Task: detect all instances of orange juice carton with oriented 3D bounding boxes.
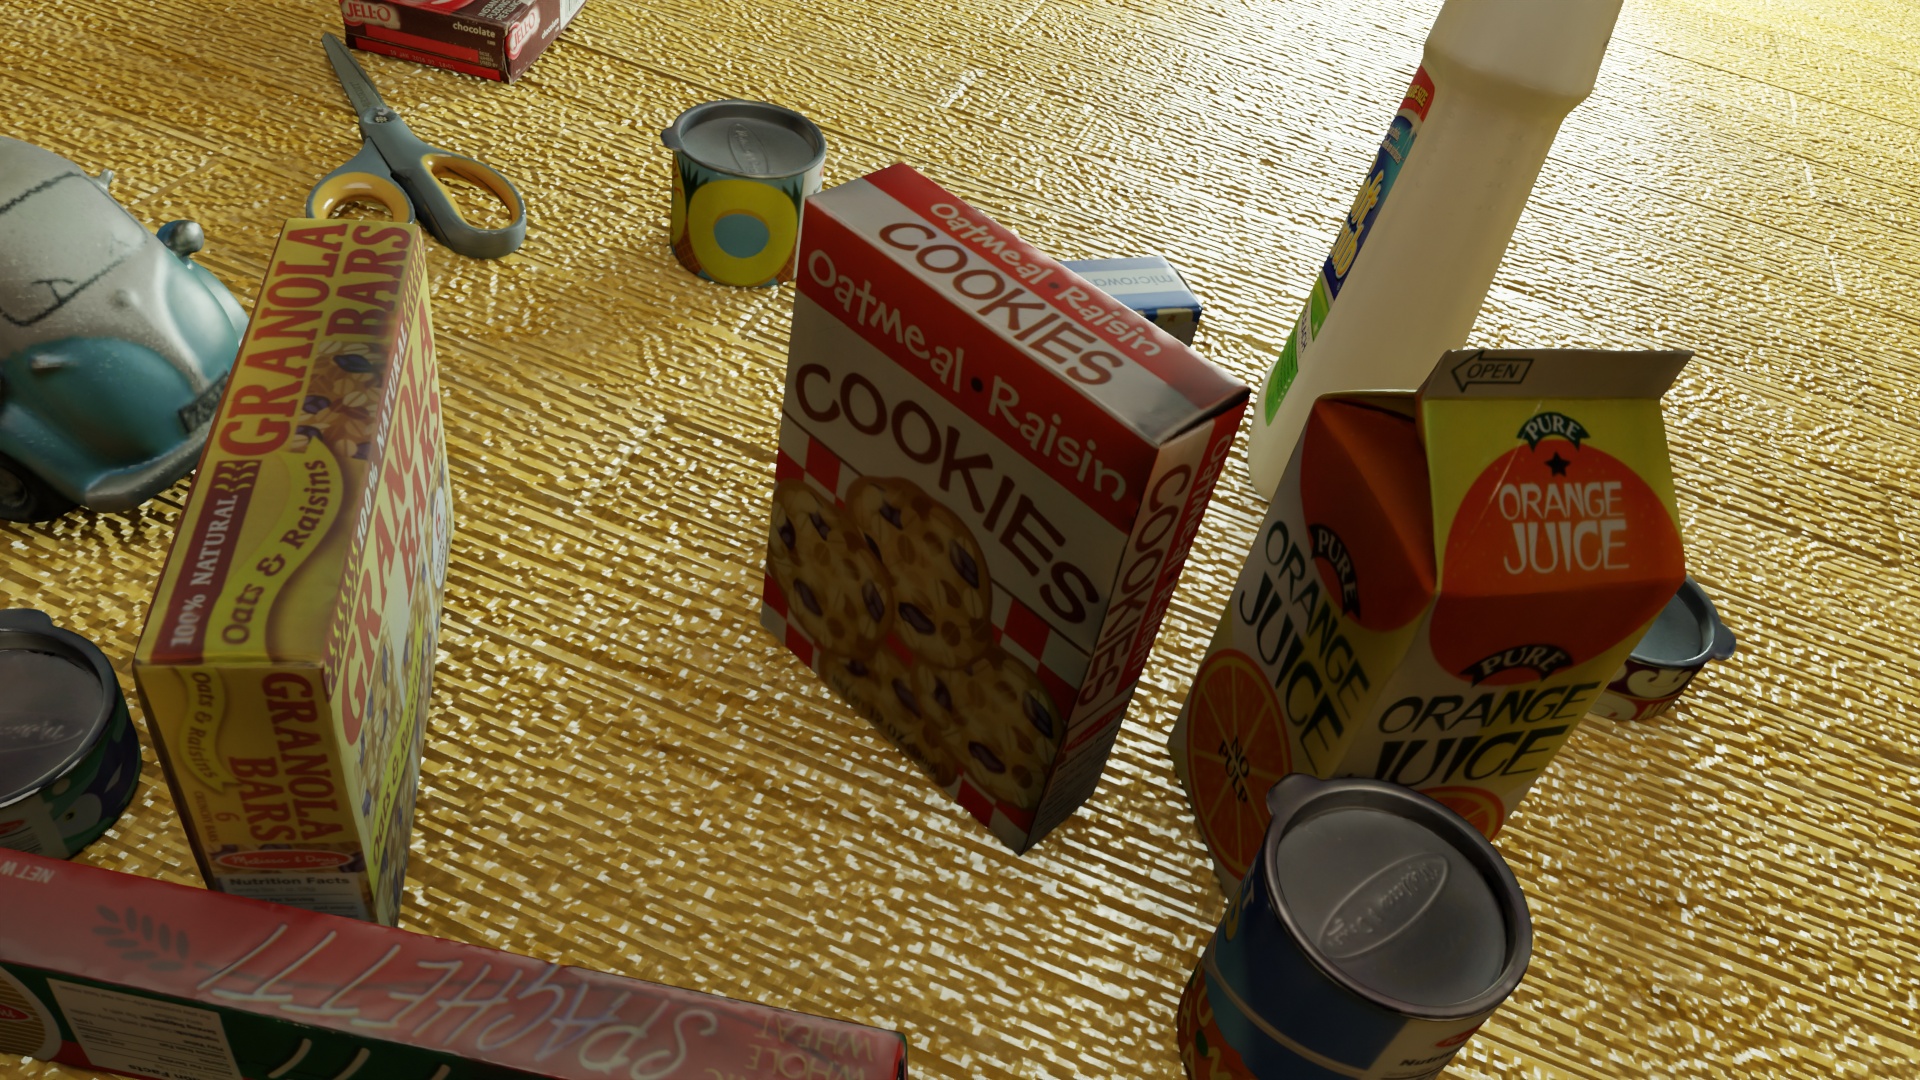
[{"bbox_3d":[0.124,0.024,0.381,0.072,0.191,0.073,-2,45,-16],"label":"orange juice carton"}]

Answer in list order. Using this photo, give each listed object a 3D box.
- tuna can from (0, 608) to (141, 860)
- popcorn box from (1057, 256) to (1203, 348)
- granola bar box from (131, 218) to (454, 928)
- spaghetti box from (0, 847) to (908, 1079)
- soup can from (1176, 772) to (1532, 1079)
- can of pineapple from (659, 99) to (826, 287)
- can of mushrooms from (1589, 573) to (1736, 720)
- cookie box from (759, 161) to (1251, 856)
[{"bbox_3d":[-0.259,0.055,0.372,0.071,0.032,0.071,7,43,-7],"label":"tuna can"},{"bbox_3d":[0.020,-0.059,0.523,0.127,0.084,0.038,-7,46,-21],"label":"popcorn box"},{"bbox_3d":[-0.169,0.010,0.374,0.039,0.123,0.166,1,44,-13],"label":"granola bar box"},{"bbox_3d":[-0.136,0.115,0.326,0.250,0.049,0.029,12,43,-1],"label":"spaghetti box"},{"bbox_3d":[0.097,0.111,0.362,0.071,0.083,0.072,7,43,-7],"label":"soup can"},{"bbox_3d":[-0.097,-0.153,0.614,0.071,0.057,0.071,7,43,-7],"label":"can of pineapple"},{"bbox_3d":[0.246,0.033,0.518,0.071,0.033,0.071,7,43,-7],"label":"can of mushrooms"},{"bbox_3d":[0.001,-0.005,0.400,0.123,0.166,0.040,39,48,25],"label":"cookie box"}]
